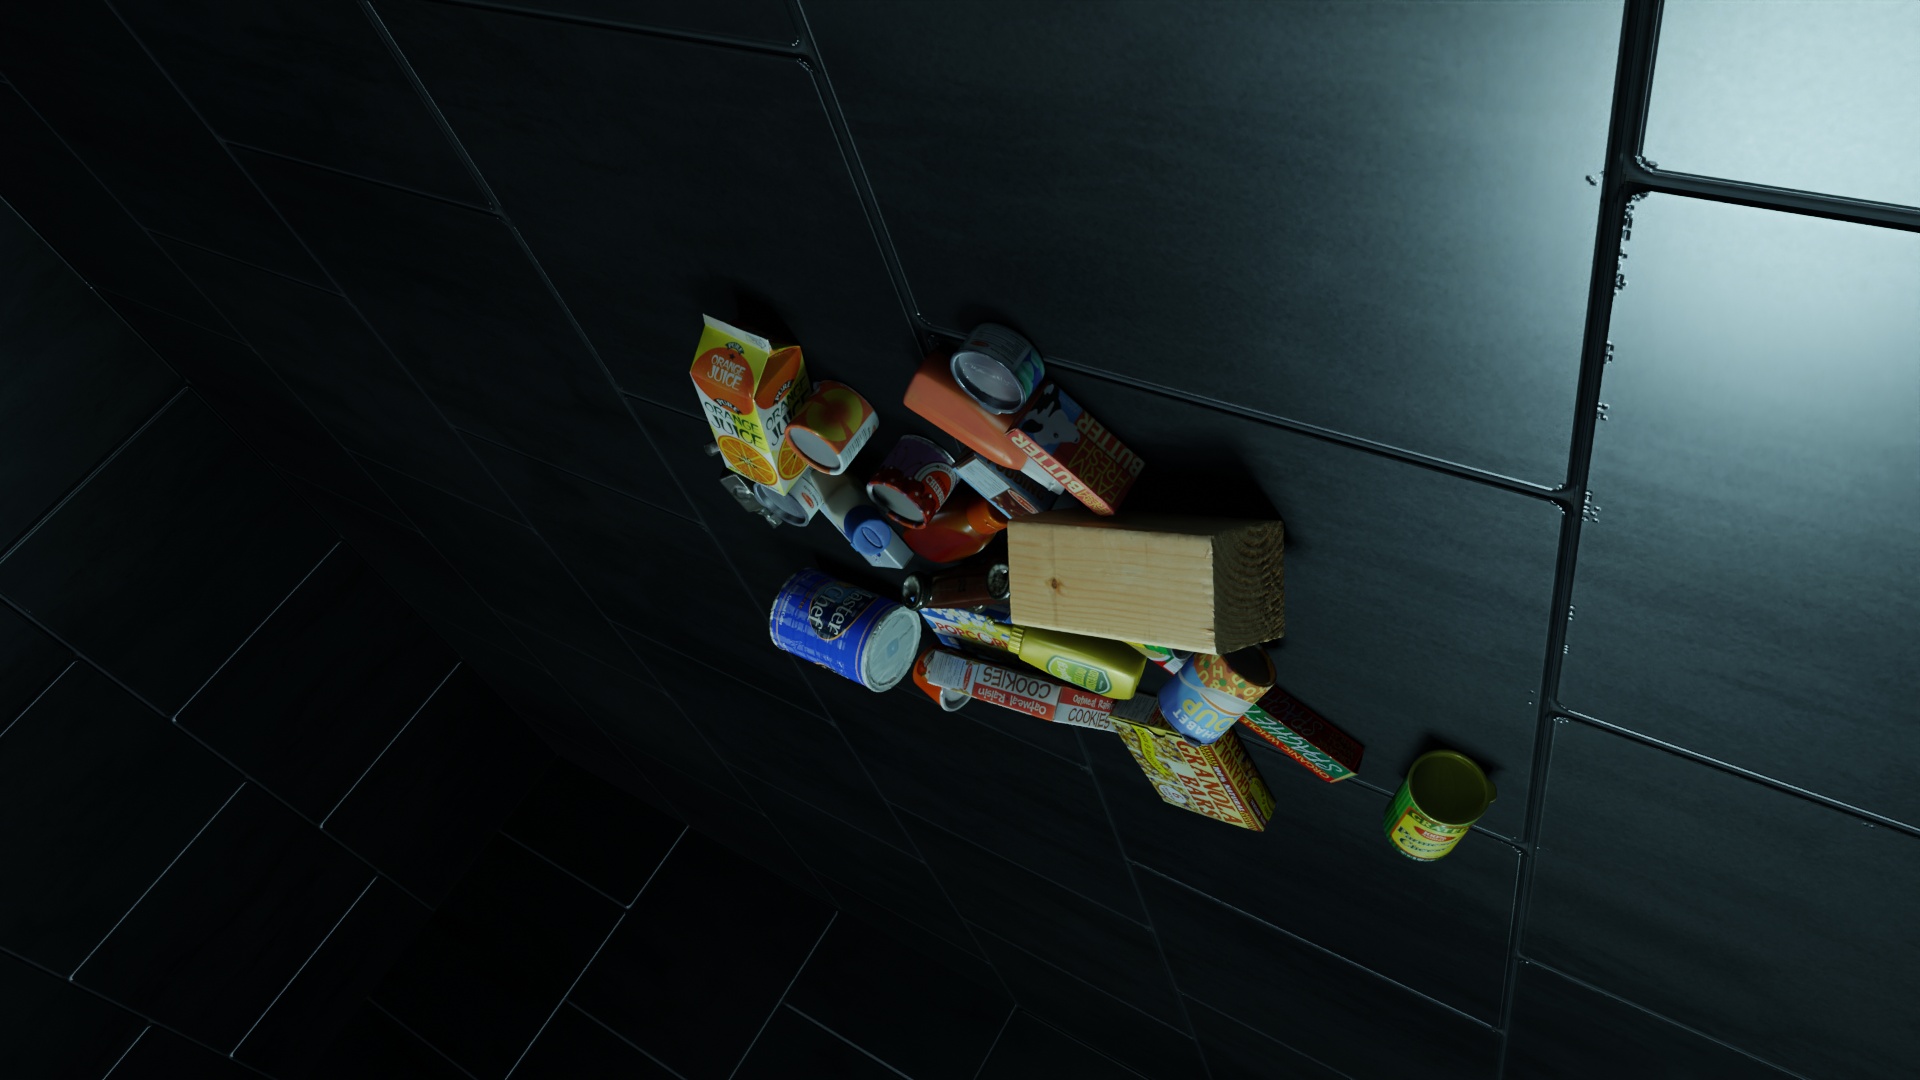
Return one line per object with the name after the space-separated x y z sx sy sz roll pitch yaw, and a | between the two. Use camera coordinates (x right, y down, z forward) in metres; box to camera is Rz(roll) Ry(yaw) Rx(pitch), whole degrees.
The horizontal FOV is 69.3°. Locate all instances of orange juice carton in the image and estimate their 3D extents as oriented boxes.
-0.185 -0.132 1.264 0.072 0.073 0.191 26 153 20 | orange juice carton

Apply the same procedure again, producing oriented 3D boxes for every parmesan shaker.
0.407 0.228 1.184 0.071 0.071 0.102 26 154 18 | parmesan shaker

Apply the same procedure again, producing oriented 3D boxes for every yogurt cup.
-0.017 0.153 1.581 0.054 0.072 0.072 29 156 32 | yogurt cup

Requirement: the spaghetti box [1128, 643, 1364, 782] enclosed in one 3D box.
0.250 0.135 1.256 0.250 0.029 0.050 35 155 0 | spaghetti box

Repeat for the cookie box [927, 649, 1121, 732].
0.070 0.155 1.442 0.167 0.040 0.123 12 177 40 | cookie box

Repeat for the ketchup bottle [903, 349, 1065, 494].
0.027 -0.091 1.108 0.149 0.044 0.064 34 156 2 | ketchup bottle

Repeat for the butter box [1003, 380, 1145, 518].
0.088 -0.069 1.059 0.103 0.053 0.024 40 157 -11 | butter box

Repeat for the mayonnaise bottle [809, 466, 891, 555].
-0.100 -0.030 1.304 0.064 0.041 0.148 48 -179 -28 | mayonnaise bottle

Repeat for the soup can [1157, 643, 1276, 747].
0.220 0.126 1.188 0.071 0.072 0.083 36 124 -2 | soup can

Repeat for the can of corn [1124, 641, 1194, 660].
0.169 0.060 1.176 0.058 0.071 0.071 16 149 35 | can of corn

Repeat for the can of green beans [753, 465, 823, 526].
-0.164 -0.057 1.390 0.071 0.058 0.071 28 155 15 | can of green beans

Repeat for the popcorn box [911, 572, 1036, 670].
0.021 0.083 1.437 0.127 0.038 0.085 13 149 39 | popcorn box

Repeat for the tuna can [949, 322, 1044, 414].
0.028 -0.129 1.050 0.071 0.033 0.070 28 155 15 | tuna can

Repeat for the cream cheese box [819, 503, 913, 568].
-0.099 -0.013 1.430 0.053 0.024 0.103 1 140 50 | cream cheese box

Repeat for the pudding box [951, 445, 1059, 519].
0.038 -0.051 1.182 0.083 0.030 0.049 40 154 -11 | pudding box

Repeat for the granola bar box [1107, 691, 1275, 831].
0.238 0.226 1.422 0.124 0.039 0.165 10 146 42 | granola bar box

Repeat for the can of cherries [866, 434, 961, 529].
-0.040 -0.051 1.245 0.071 0.058 0.071 28 155 15 | can of cherries

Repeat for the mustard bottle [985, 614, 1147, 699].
0.098 0.104 1.341 0.160 0.049 0.065 18 146 12 | mustard bottle

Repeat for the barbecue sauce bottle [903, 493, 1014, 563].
0.005 -0.016 1.271 0.065 0.044 0.148 29 157 -19 | barbecue sauce bottle

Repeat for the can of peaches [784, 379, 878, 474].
-0.119 -0.102 1.252 0.071 0.058 0.071 27 155 14 | can of peaches
